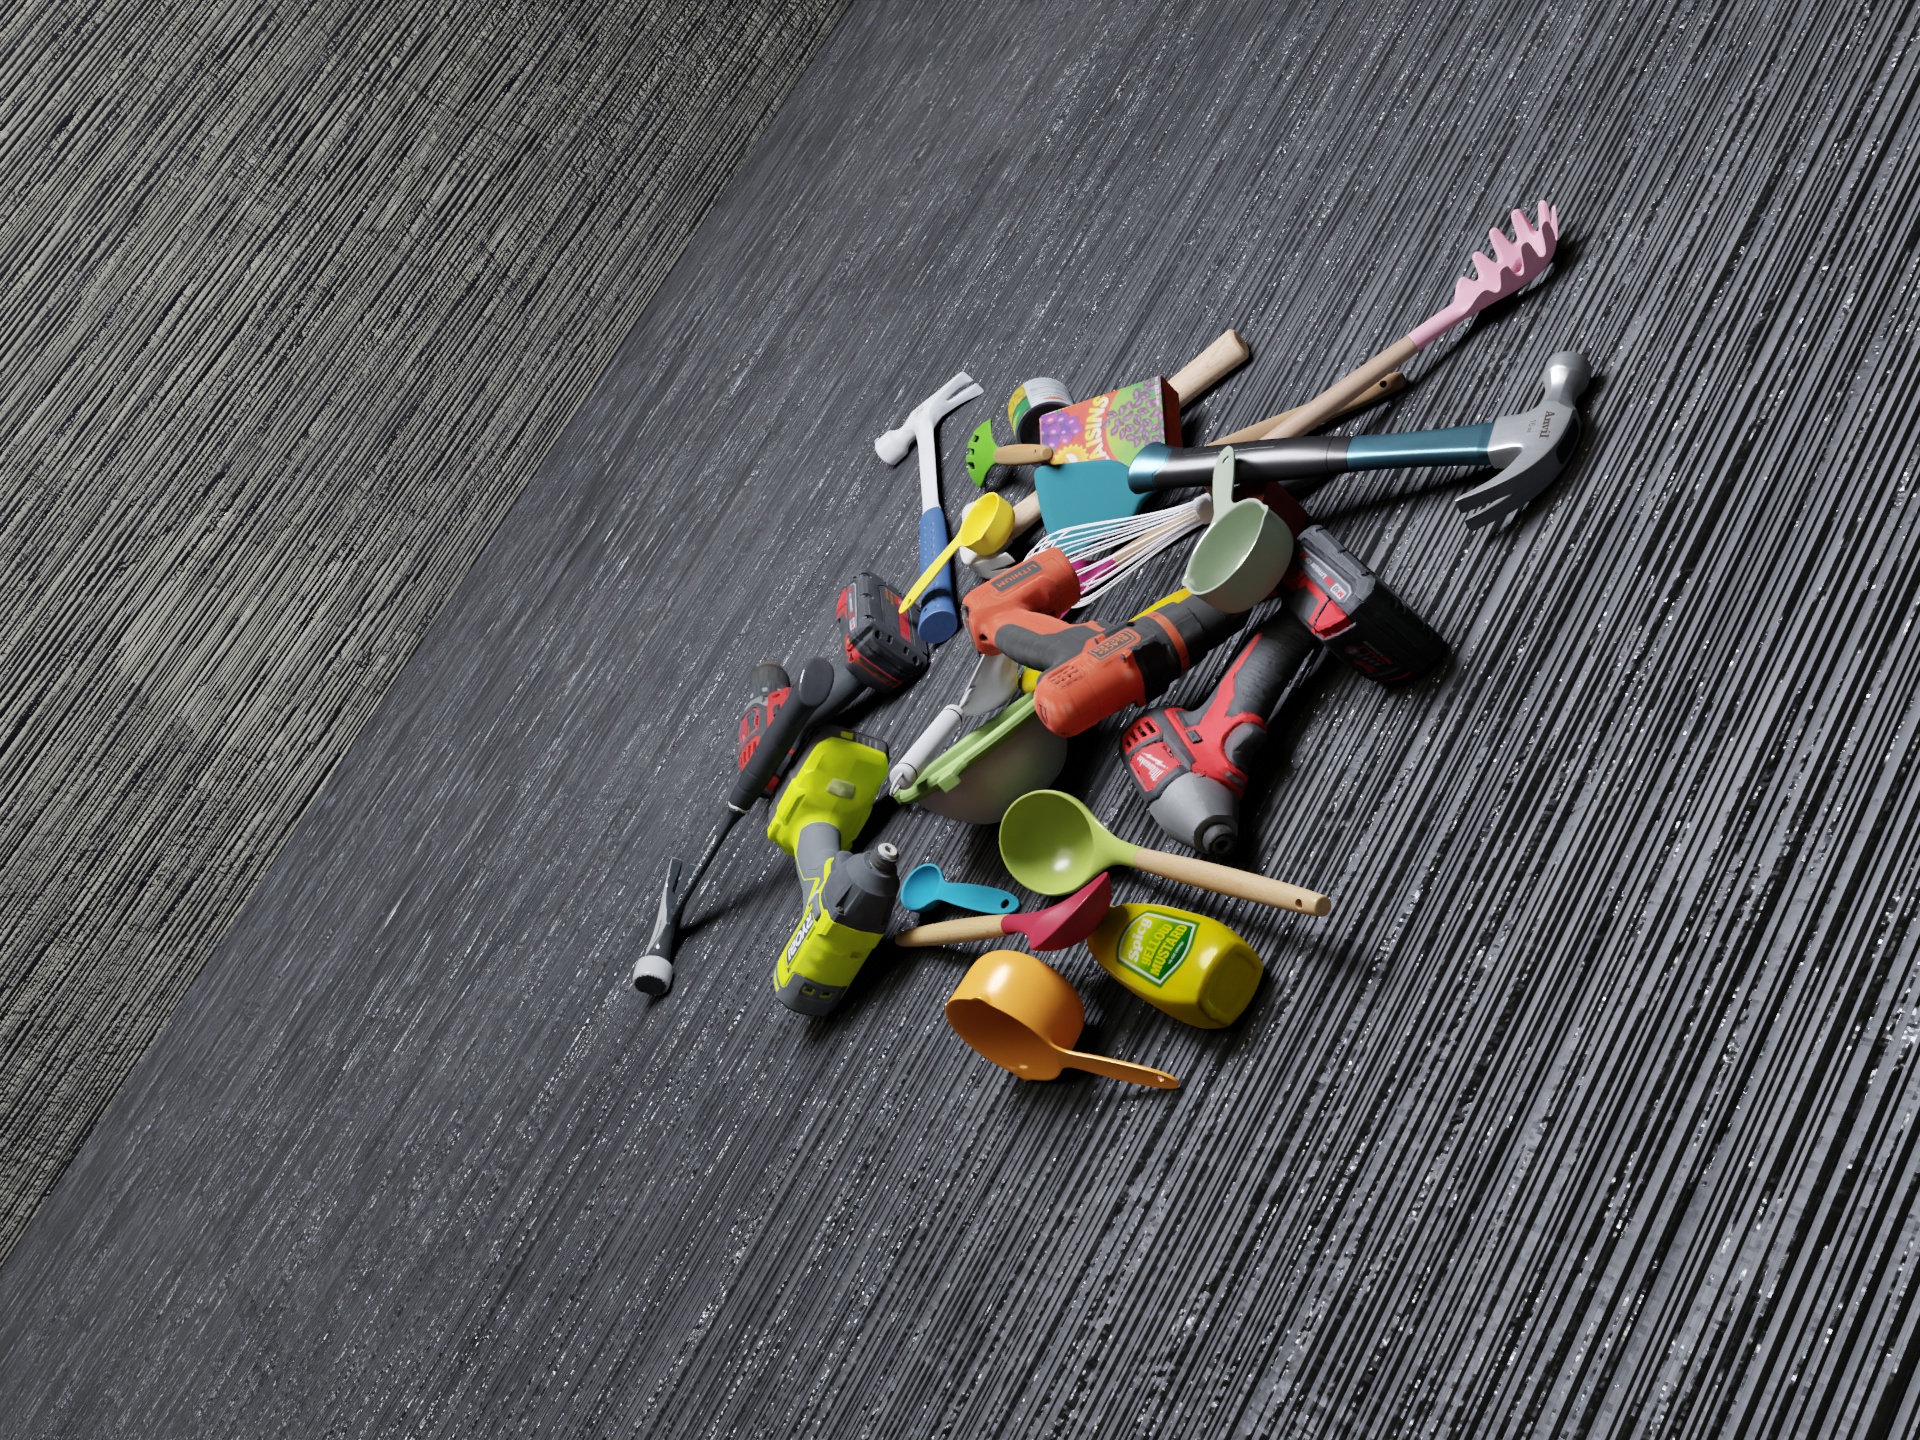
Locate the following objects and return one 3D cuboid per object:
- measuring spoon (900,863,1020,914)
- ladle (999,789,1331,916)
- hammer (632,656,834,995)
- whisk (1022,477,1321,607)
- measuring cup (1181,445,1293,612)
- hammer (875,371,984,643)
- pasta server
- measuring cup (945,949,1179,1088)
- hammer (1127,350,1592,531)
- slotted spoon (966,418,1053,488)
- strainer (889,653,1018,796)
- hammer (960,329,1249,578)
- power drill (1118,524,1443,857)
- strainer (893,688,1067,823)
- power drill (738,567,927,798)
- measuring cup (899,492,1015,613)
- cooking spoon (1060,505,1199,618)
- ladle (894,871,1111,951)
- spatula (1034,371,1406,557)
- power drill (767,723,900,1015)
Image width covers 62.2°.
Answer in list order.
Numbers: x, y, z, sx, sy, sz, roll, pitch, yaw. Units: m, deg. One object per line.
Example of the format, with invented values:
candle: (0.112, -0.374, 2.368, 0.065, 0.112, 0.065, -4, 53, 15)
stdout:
measuring spoon: (0.004, 0.141, 1.251, 0.129, 0.021, 0.042, 5, 63, 46)
ladle: (0.125, 0.097, 1.049, 0.320, 0.062, 0.078, 9, 103, 62)
hammer: (-0.208, 0.086, 1.459, 0.408, 0.036, 0.149, -55, 19, 39)
whisk: (0.169, -0.158, 1.271, 0.284, 0.070, 0.070, -22, 41, 27)
measuring cup: (0.196, -0.137, 1.106, 0.083, 0.038, 0.168, -43, 23, 35)
hammer: (-0.027, -0.223, 1.652, 0.144, 0.035, 0.406, -38, 33, 25)
pasta server: (0.311, -0.271, 1.189, 0.316, 0.040, 0.060, -35, 24, 13)
measuring cup: (0.074, 0.199, 1.041, 0.174, 0.095, 0.052, 8, 50, 35)
hammer: (0.268, -0.190, 1.132, 0.331, 0.033, 0.128, 2, 59, 38)
slotted spoon: (0.044, -0.251, 1.495, 0.314, 0.031, 0.070, -139, 56, -76)
strainer: (-0.002, -0.004, 1.259, 0.258, 0.050, 0.086, -51, -14, -54)
hammer: (0.126, -0.242, 1.462, 0.331, 0.031, 0.130, -36, 33, 26)
power drill: (0.206, -0.011, 1.067, 0.219, 0.078, 0.143, -48, 29, 15)
strainer: (0.011, 0.053, 1.287, 0.151, 0.069, 0.256, -38, 2, -27)
power drill: (-0.140, -0.046, 1.588, 0.226, 0.080, 0.188, -43, 31, 23)
measuring cup: (-0.003, -0.149, 1.493, 0.156, 0.029, 0.062, -46, 30, 30)
cooking spoon: (0.153, -0.145, 1.336, 0.319, 0.017, 0.069, -29, 46, 36)
ladle: (0.021, 0.149, 1.146, 0.069, 0.031, 0.315, -43, 10, -27)
spatula: (0.206, -0.217, 1.286, 0.317, 0.044, 0.082, -18, 83, 34)
power drill: (-0.103, 0.112, 1.333, 0.171, 0.080, 0.223, -59, 25, 30)
